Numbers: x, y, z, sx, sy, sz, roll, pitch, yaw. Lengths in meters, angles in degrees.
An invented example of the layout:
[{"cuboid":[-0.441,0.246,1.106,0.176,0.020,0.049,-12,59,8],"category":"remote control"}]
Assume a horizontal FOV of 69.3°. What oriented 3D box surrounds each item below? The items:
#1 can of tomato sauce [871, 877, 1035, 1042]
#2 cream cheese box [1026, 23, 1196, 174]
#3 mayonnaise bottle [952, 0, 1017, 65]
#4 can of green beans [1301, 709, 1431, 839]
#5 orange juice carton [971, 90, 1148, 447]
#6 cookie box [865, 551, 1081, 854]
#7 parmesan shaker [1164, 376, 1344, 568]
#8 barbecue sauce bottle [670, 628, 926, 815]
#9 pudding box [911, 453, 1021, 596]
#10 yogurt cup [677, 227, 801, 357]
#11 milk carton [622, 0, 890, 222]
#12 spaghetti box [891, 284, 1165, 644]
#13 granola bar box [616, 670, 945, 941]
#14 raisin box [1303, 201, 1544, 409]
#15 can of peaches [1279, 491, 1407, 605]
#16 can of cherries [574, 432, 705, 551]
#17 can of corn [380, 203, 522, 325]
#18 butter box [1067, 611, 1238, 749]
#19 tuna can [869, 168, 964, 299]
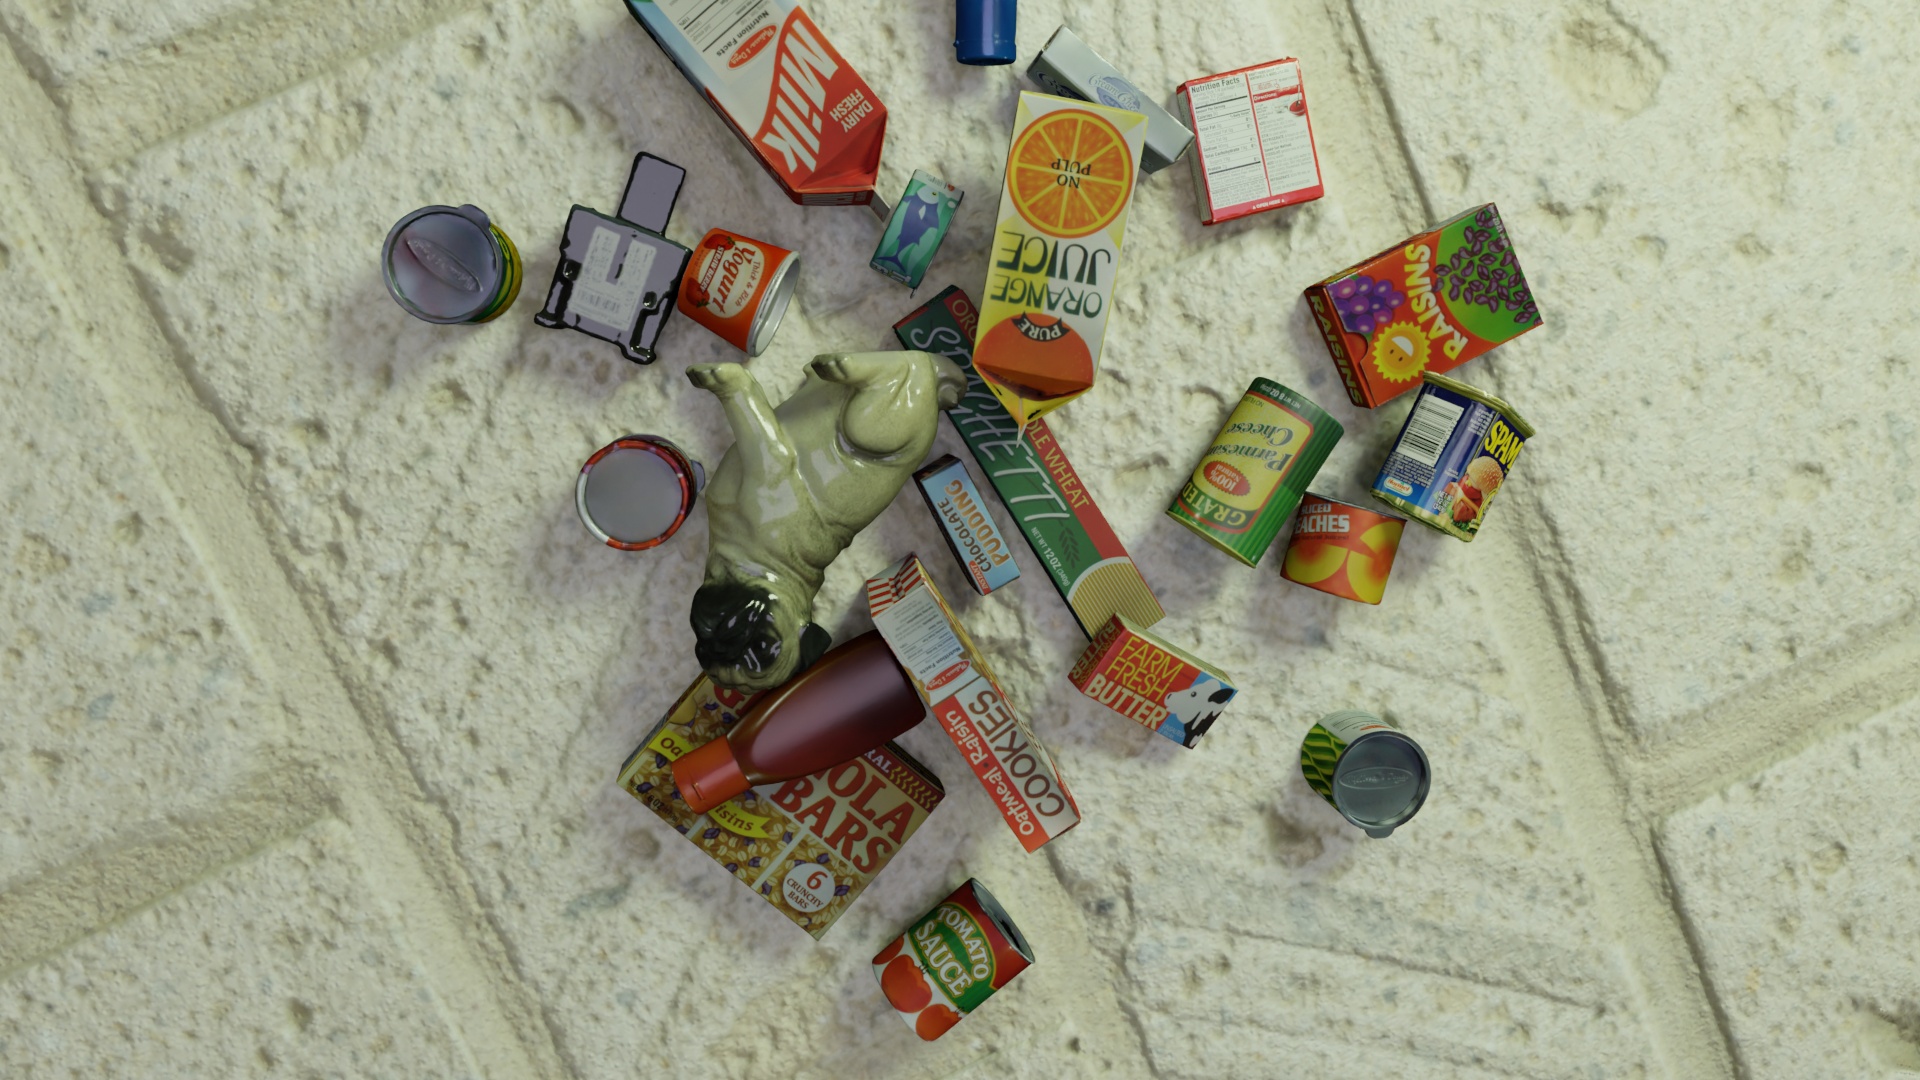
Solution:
[{"cuboid":[-0.005,0.267,0.885,0.083,0.071,0.071,-39,100,0],"category":"can of tomato sauce"},{"cuboid":[0.089,-0.263,0.837,0.104,0.053,0.024,37,90,-10],"category":"cream cheese box"},{"cuboid":[0.016,-0.357,0.815,0.041,0.065,0.147,-1,101,-10],"category":"mayonnaise bottle"},{"cuboid":[0.263,0.149,0.907,0.071,0.058,0.071,-1,97,-7],"category":"can of green beans"},{"cuboid":[0.052,-0.152,0.798,0.073,0.072,0.192,11,102,1],"category":"orange juice carton"},{"cuboid":[0.006,0.093,0.837,0.040,0.123,0.167,-33,100,0],"category":"cookie box"},{"cuboid":[0.182,-0.044,0.871,0.071,0.071,0.103,32,92,-9],"category":"parmesan shaker"},{"cuboid":[-0.098,0.113,0.828,0.149,0.044,0.064,-28,102,-4],"category":"barbecue sauce bottle"},{"cuboid":[0.003,-0.011,0.861,0.030,0.050,0.083,-28,100,-4],"category":"pudding box"},{"cuboid":[-0.132,-0.149,0.822,0.054,0.072,0.072,24,94,-1],"category":"yogurt cup"},{"cuboid":[-0.105,-0.262,0.806,0.073,0.072,0.190,-41,99,0],"category":"milk carton"},{"cuboid":[0.044,-0.042,0.872,0.050,0.029,0.249,-33,100,-2],"category":"spaghetti box"},{"cuboid":[-0.111,0.151,0.873,0.165,0.039,0.124,41,91,-10],"category":"granola bar box"},{"cuboid":[0.294,-0.148,0.883,0.123,0.040,0.086,-26,100,-2],"category":"raisin box"},{"cuboid":[0.240,0.004,0.881,0.071,0.071,0.058,15,96,-8],"category":"can of peaches"},{"cuboid":[-0.191,-0.031,0.831,0.071,0.058,0.071,-1,98,-6],"category":"can of cherries"},{"cuboid":[-0.291,-0.160,0.804,0.071,0.058,0.071,-1,97,-6],"category":"can of corn"},{"cuboid":[0.122,0.090,0.882,0.103,0.024,0.053,29,102,-28],"category":"butter box"},{"cuboid":[-0.028,-0.183,0.828,0.033,0.071,0.071,26,94,-8],"category":"tuna can"}]
